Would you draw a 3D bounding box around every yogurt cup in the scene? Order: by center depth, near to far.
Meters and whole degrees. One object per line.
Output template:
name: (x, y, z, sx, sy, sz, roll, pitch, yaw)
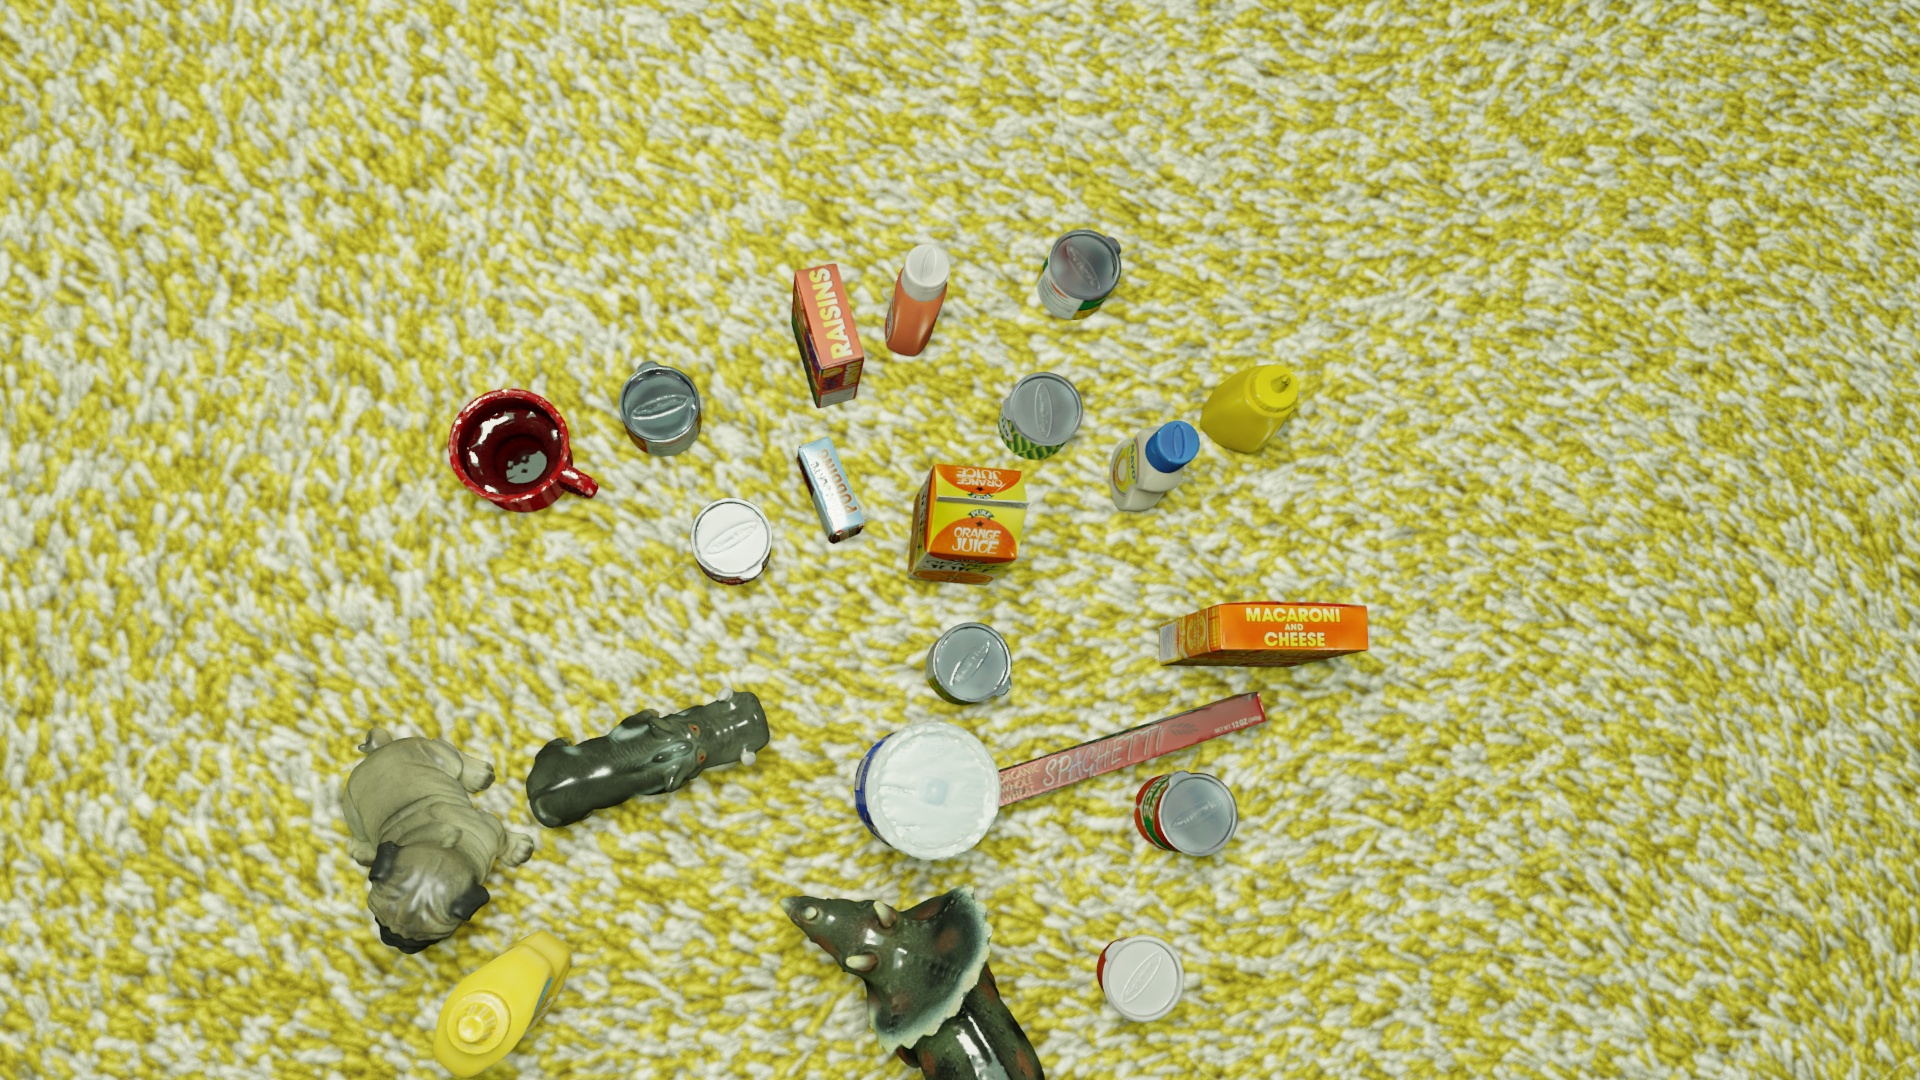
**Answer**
yogurt cup: (0.145, 0.358, 1.146, 0.072, 0.054, 0.072, 2, 79, -8)

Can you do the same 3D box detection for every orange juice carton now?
orange juice carton: (0.004, -0.014, 1.124, 0.072, 0.192, 0.073, 5, 79, -8)

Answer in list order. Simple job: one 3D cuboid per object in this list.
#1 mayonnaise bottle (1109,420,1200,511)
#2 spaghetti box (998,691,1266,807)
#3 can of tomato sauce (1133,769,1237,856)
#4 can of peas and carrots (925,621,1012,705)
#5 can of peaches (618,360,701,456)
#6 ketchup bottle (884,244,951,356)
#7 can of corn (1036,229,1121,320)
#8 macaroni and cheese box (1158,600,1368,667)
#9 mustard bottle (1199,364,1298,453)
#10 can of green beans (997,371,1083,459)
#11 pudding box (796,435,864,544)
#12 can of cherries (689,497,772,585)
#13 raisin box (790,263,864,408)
mayonnaise bottle: (0.164, -0.067, 1.181, 0.041, 0.148, 0.065, 0, 80, -8)
spaghetti box: (0.137, 0.177, 1.181, 0.250, 0.050, 0.029, -16, 83, -11)
can of tomato sauce: (0.185, 0.227, 1.162, 0.071, 0.083, 0.071, 2, 80, -8)
can of peas and carrots: (0.008, 0.106, 1.171, 0.071, 0.058, 0.071, 2, 79, -8)
can of peaches: (-0.253, -0.110, 1.172, 0.071, 0.058, 0.071, 2, 79, -8)
ketchup bottle: (-0.035, -0.207, 1.177, 0.043, 0.148, 0.065, 14, 78, -6)
can of corn: (0.108, -0.240, 1.251, 0.071, 0.058, 0.071, 2, 79, -8)
macaroni and cheese box: (0.247, 0.080, 1.156, 0.124, 0.166, 0.040, 1, 80, -8)
mustard bottle: (0.257, -0.119, 1.199, 0.065, 0.160, 0.049, 31, 77, -2)
can of green beans: (0.069, -0.109, 1.221, 0.071, 0.057, 0.071, 2, 79, -8)
pudding box: (-0.112, -0.043, 1.185, 0.030, 0.049, 0.084, -22, 83, -12)
can of cherries: (-0.190, 0.004, 1.160, 0.071, 0.058, 0.071, 2, 79, -8)
raisin box: (-0.114, -0.171, 1.171, 0.040, 0.123, 0.086, -15, 82, -11)
